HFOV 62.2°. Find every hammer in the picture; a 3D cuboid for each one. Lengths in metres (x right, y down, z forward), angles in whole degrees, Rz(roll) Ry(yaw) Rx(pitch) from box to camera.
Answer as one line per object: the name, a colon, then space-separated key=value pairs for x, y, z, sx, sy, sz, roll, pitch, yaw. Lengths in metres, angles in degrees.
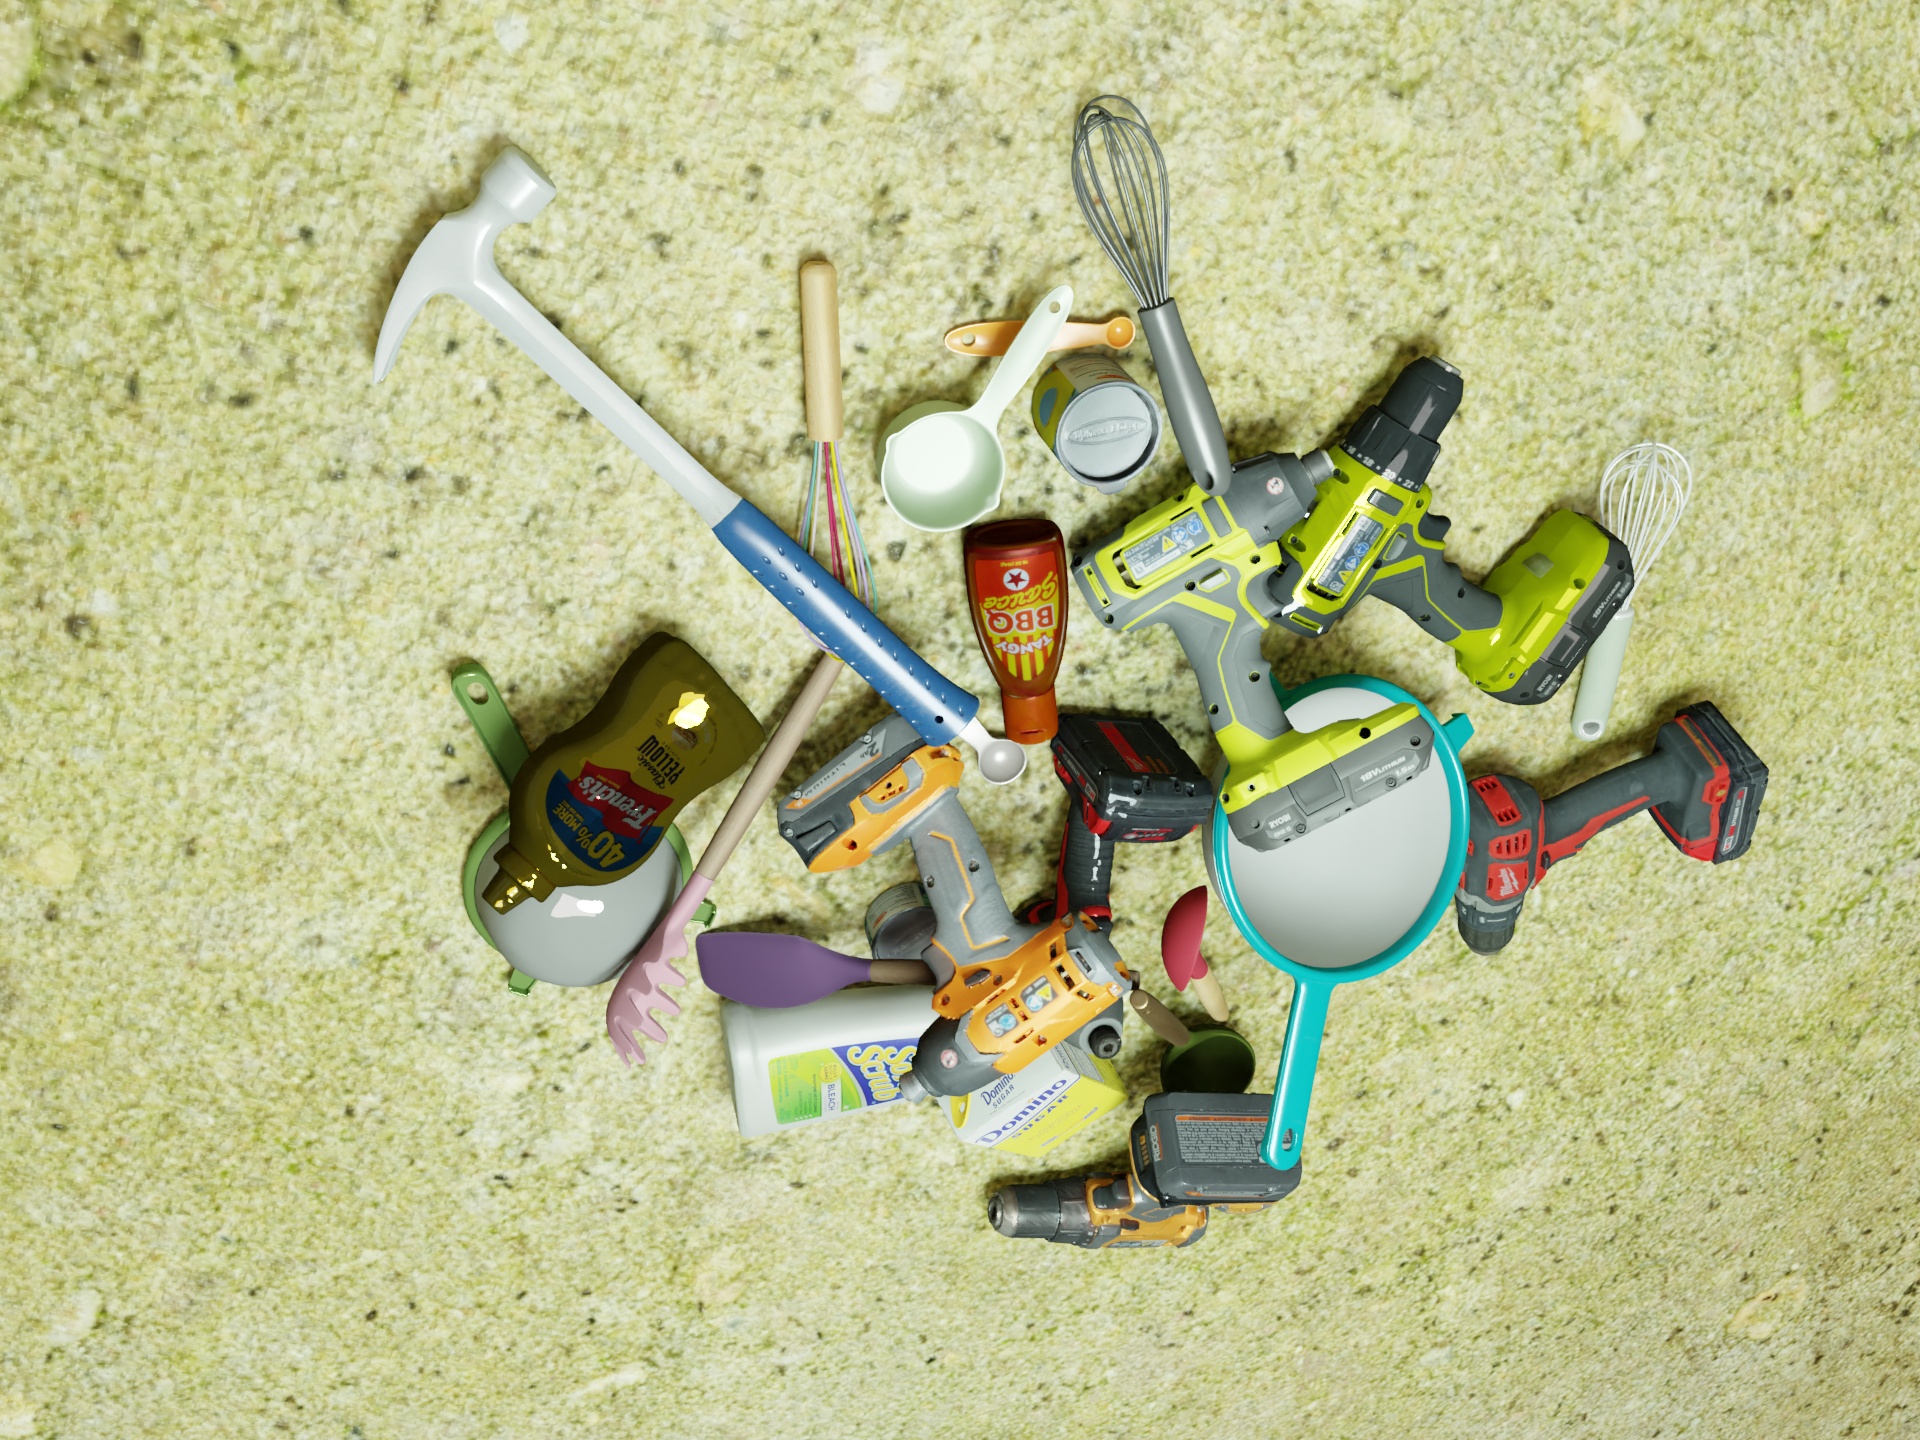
hammer: x=-0.146 y=-0.122 z=0.907 sx=0.144 sy=0.035 sz=0.405 roll=-42 pitch=111 yaw=12

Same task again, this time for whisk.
whisk: x=0.467 y=-0.087 z=1.129 sx=0.058 sy=0.059 sz=0.246 roll=5 pitch=126 yaw=10
whisk: x=0.116 y=-0.239 z=0.916 sx=0.055 sy=0.055 sz=0.238 roll=-23 pitch=112 yaw=-1
whisk: x=-0.076 y=-0.147 z=0.945 sx=0.051 sy=0.047 sz=0.244 roll=-6 pitch=118 yaw=-11

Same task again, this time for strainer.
strainer: x=0.233 y=0.134 z=1.114 sx=0.211 sy=0.095 sz=0.340 roll=11 pitch=90 yaw=-24
strainer: x=-0.261 y=0.081 z=1.011 sx=0.151 sy=0.069 sz=0.256 roll=-20 pitch=124 yaw=-3

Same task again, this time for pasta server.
pasta server: x=-0.145 y=0.080 z=1.025 sx=0.040 sy=0.060 sz=0.316 roll=32 pitch=94 yaw=13

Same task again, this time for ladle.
ladle: x=0.160 y=0.234 z=1.139 sx=0.078 sy=0.062 sz=0.320 roll=-32 pitch=156 yaw=4
ladle: x=0.172 y=0.180 z=1.124 sx=0.031 sy=0.069 sz=0.315 roll=9 pitch=162 yaw=17

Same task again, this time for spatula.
spatula: x=-0.034 y=0.171 z=1.072 sx=0.316 sy=0.018 sz=0.059 roll=-2 pitch=109 yaw=19

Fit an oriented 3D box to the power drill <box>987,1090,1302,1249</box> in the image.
power drill: x=0.138 y=0.360 z=1.241 sx=0.185 sy=0.084 sz=0.226 roll=6 pitch=147 yaw=-20

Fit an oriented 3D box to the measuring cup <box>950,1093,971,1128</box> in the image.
measuring cup: x=0.012 y=0.212 z=1.122 sx=0.029 sy=0.157 sz=0.062 roll=24 pitch=145 yaw=-32

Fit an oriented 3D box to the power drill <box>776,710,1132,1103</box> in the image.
power drill: x=-0.019 y=0.125 z=1.020 sx=0.164 sy=0.084 sz=0.226 roll=-38 pitch=77 yaw=9

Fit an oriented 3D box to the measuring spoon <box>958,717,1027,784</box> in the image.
measuring spoon: x=-0.002 y=-0.003 z=1.069 sx=0.034 sy=0.018 sz=0.124 roll=-42 pitch=115 yaw=7

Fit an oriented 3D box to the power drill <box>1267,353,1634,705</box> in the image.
power drill: x=0.327 y=-0.119 z=1.052 sx=0.228 sy=0.080 sz=0.190 roll=21 pitch=113 yaw=-22

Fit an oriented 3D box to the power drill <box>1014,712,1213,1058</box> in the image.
power drill: x=0.095 y=0.116 z=1.088 sx=0.078 sy=0.143 sz=0.219 roll=3 pitch=116 yaw=-20

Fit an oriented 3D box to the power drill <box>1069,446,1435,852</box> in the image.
power drill: x=0.193 y=-0.047 z=0.988 sx=0.171 sy=0.080 sz=0.223 roll=-29 pitch=85 yaw=13

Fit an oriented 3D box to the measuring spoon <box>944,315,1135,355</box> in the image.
measuring spoon: x=0.047 y=-0.231 z=0.950 sx=0.117 sy=0.011 sz=0.021 roll=-5 pitch=120 yaw=-8

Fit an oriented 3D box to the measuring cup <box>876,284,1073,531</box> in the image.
measuring cup: x=0.012 y=-0.191 z=0.947 sx=0.083 sy=0.038 sz=0.167 roll=28 pitch=107 yaw=-27

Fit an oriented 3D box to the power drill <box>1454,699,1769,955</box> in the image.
power drill: x=0.479 y=0.092 z=1.211 sx=0.226 sy=0.080 sz=0.187 roll=-18 pitch=137 yaw=-2
